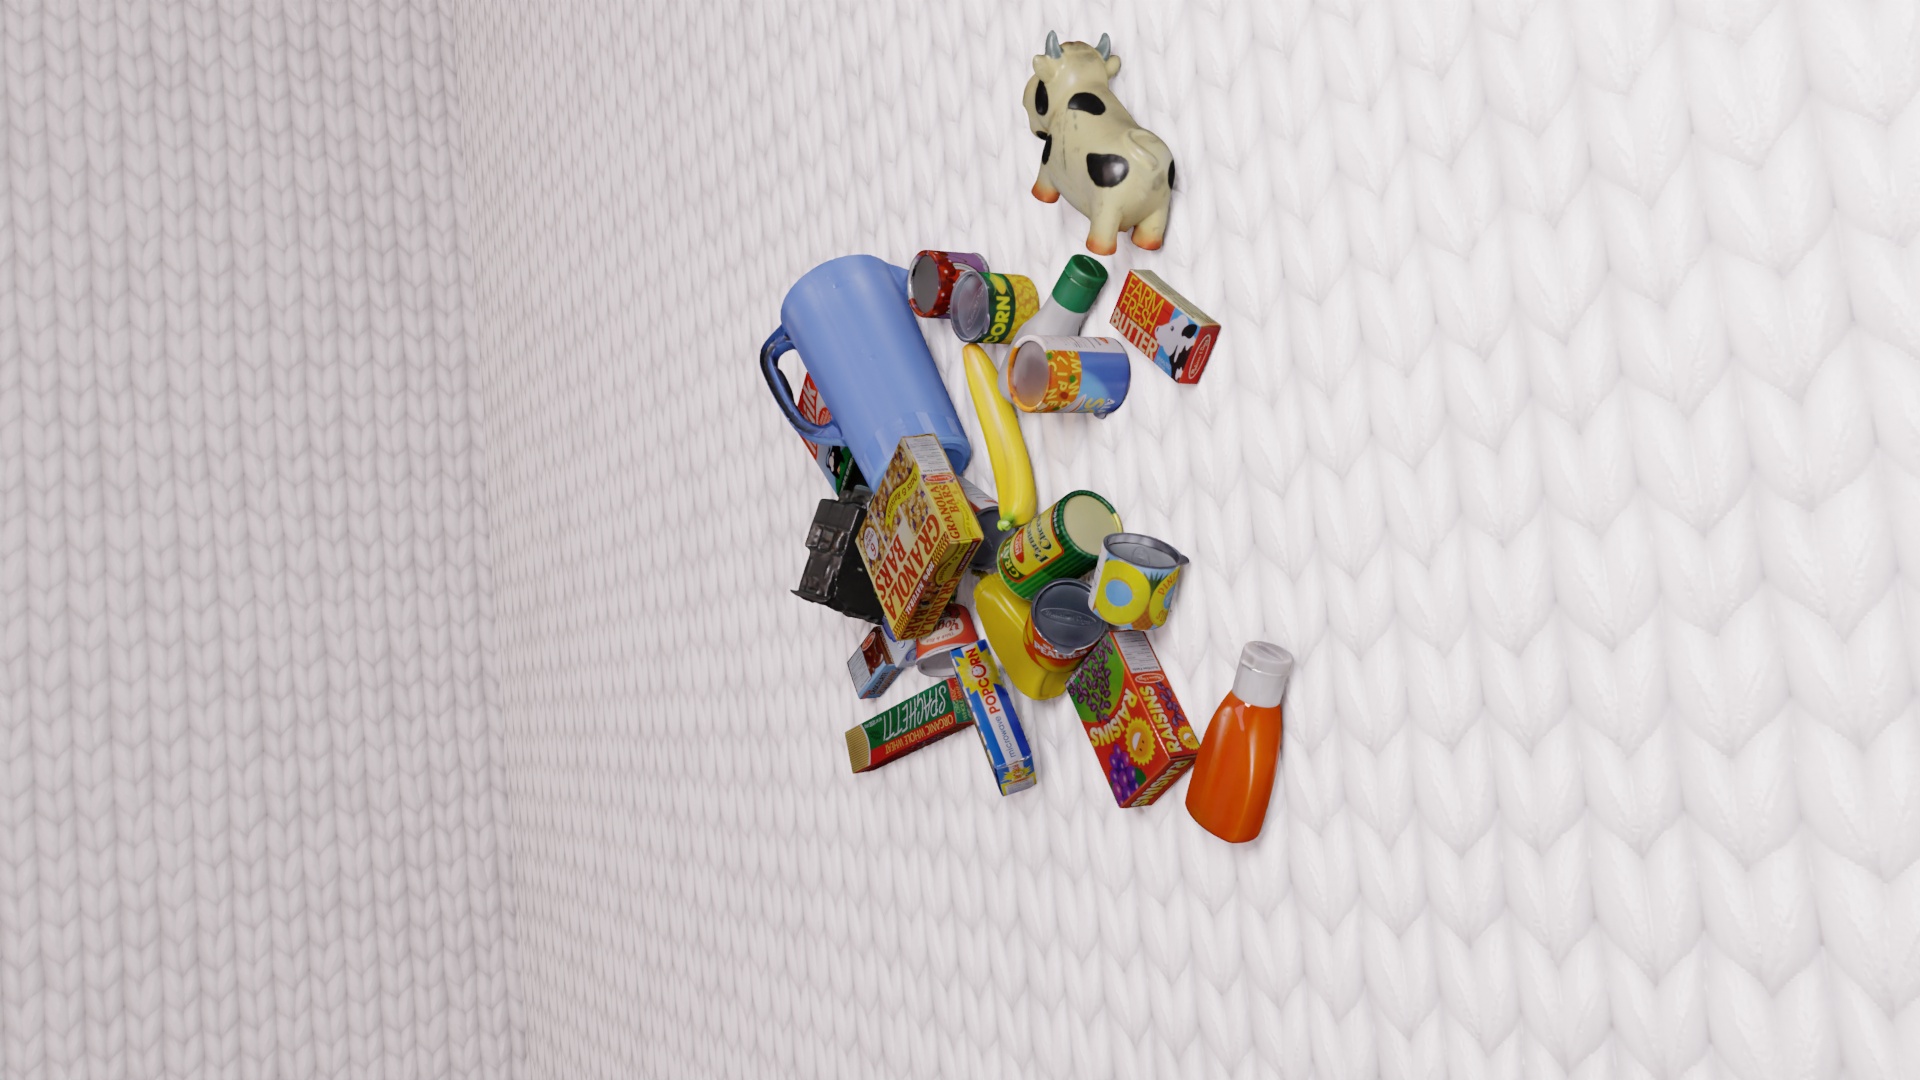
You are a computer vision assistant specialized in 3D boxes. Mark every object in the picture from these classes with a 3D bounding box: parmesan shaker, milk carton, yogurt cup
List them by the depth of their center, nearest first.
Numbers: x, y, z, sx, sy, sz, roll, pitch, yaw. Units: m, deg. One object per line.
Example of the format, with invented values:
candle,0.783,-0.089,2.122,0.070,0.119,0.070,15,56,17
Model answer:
parmesan shaker,0.086,0.002,1.210,0.102,0.071,0.071,-39,60,52
yogurt cup,-0.014,0.098,1.378,0.072,0.072,0.054,-49,44,48
milk carton,-0.127,-0.127,1.530,0.191,0.073,0.072,56,136,40

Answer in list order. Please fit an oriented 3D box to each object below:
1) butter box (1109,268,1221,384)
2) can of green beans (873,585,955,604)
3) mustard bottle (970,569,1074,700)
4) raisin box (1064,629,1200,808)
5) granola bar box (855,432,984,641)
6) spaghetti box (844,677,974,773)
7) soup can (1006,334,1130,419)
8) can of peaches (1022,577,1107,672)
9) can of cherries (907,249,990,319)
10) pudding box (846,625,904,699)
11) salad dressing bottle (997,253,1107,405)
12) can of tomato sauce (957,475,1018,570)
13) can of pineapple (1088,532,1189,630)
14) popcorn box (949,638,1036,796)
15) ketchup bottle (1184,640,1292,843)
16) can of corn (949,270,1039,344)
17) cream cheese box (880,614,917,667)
butter box,0.163,-0.173,1.113,0.104,0.024,0.052,51,132,43
can of green beans,-0.047,0.051,1.422,0.058,0.071,0.071,34,121,51
mustard bottle,0.051,0.075,1.286,0.161,0.049,0.065,57,139,40
raisin box,0.142,0.148,1.155,0.085,0.040,0.124,-56,46,43
granola bar box,-0.041,-0.002,1.311,0.124,0.039,0.164,65,148,28
spaghetti box,-0.056,0.199,1.484,0.249,0.029,0.050,-35,64,54
soup can,0.091,-0.137,1.174,0.071,0.084,0.071,9,100,57
can of peaches,0.089,0.076,1.193,0.057,0.071,0.071,102,152,-63
can of cherries,-0.010,-0.248,1.350,0.071,0.058,0.071,7,98,58
pudding box,-0.092,0.135,1.534,0.083,0.030,0.050,-53,48,45
salad dressing bottle,0.082,-0.183,1.225,0.146,0.044,0.064,-60,43,39
can of tomato sauce,0.005,-0.017,1.334,0.083,0.071,0.071,39,124,51
can of pineapple,0.143,0.033,1.122,0.071,0.071,0.057,41,126,49
popcorn box,0.031,0.166,1.299,0.085,0.038,0.127,76,173,-62
ketchup bottle,0.212,0.149,1.040,0.065,0.043,0.148,36,122,50
can of corn,0.033,-0.213,1.284,0.071,0.058,0.071,6,98,57
cream cheese box,-0.067,0.080,1.496,0.053,0.024,0.104,-58,46,44
